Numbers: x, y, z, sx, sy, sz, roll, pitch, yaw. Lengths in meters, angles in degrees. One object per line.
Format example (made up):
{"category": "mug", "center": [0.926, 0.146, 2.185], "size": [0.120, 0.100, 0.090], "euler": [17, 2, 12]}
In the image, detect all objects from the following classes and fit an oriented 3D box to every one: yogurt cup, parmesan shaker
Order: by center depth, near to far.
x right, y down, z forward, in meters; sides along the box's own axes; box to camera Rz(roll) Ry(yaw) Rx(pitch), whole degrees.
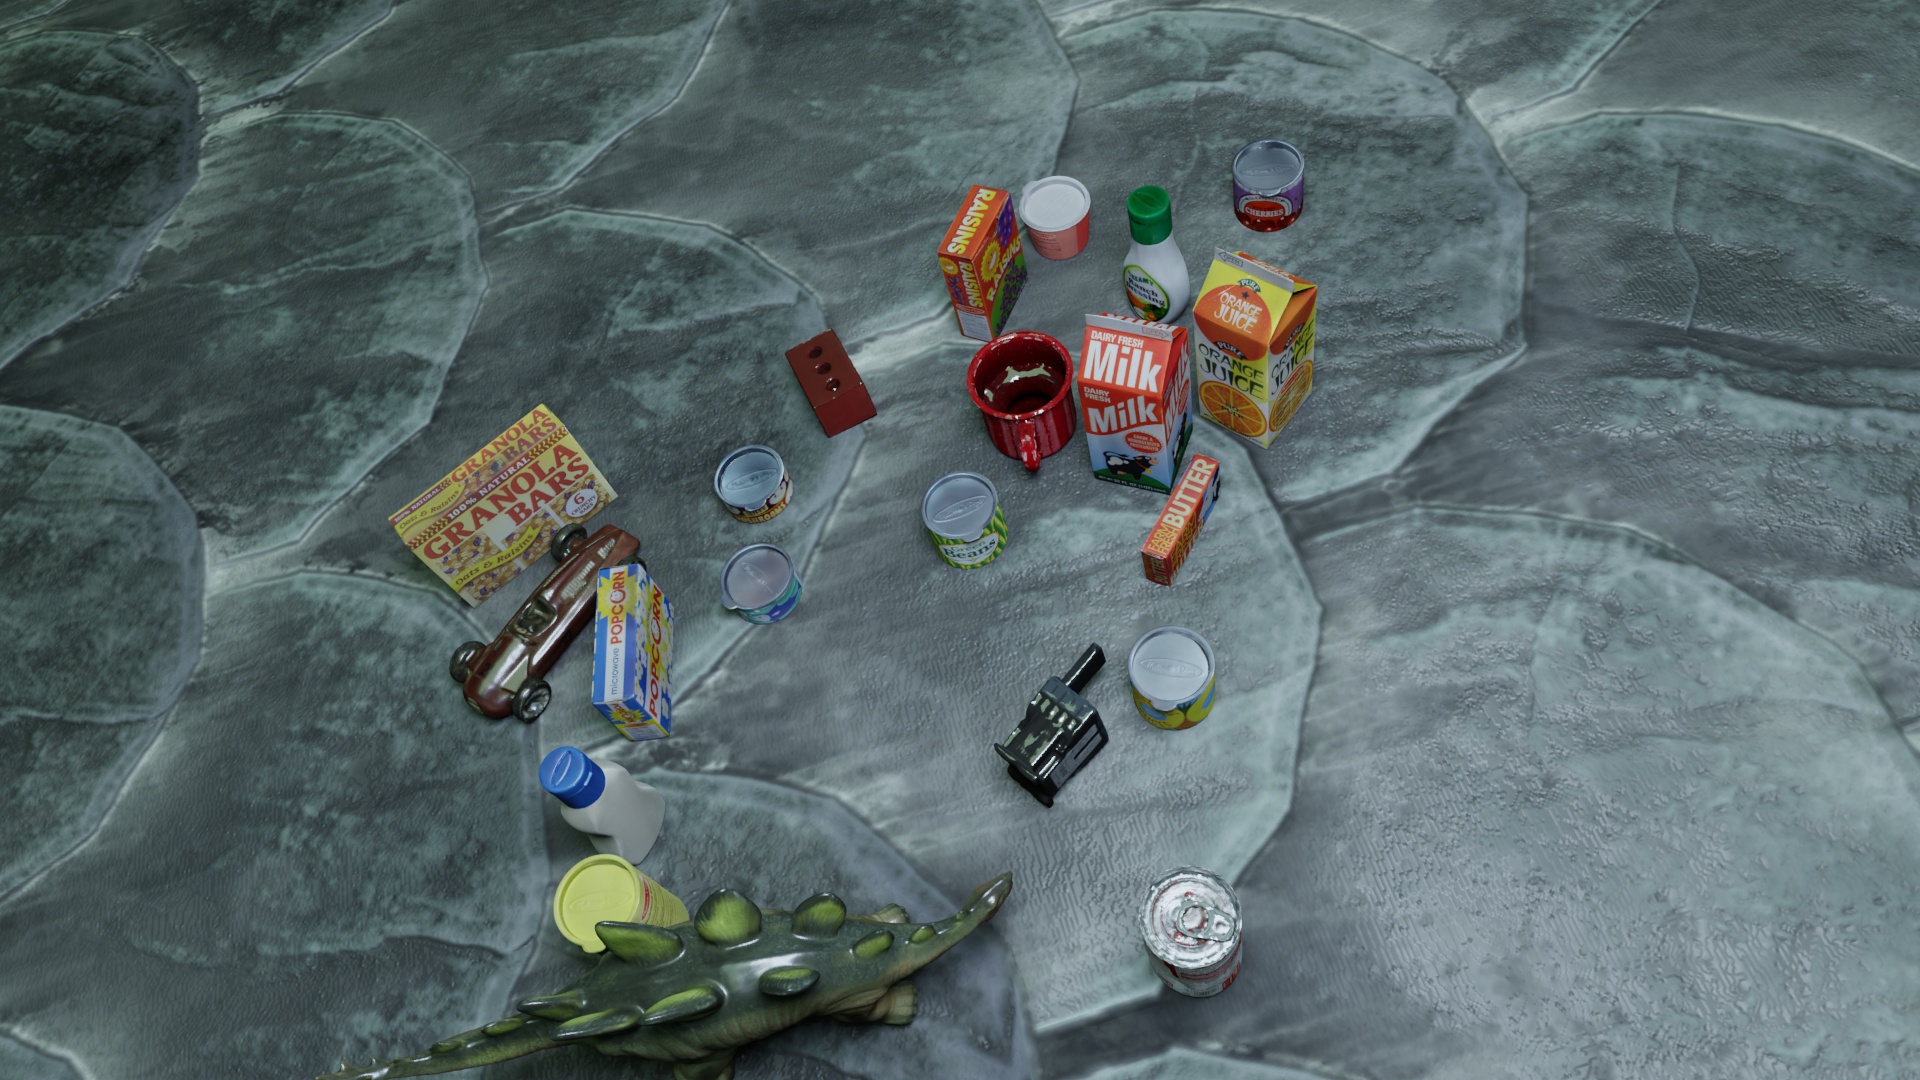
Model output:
{"category": "parmesan shaker", "center": [-0.252, 0.285, 1.042], "size": [0.071, 0.102, 0.071], "euler": [-5, 60, 9]}
{"category": "yogurt cup", "center": [0.094, -0.308, 1.340], "size": [0.072, 0.053, 0.073], "euler": [-5, 60, 9]}

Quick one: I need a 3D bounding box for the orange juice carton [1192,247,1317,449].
{"category": "orange juice carton", "center": [0.243, -0.166, 1.144], "size": [0.072, 0.192, 0.073], "euler": [32, 72, 26]}

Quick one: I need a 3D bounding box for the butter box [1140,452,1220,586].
{"category": "butter box", "center": [0.184, -0.017, 1.152], "size": [0.024, 0.053, 0.104], "euler": [23, 67, 23]}

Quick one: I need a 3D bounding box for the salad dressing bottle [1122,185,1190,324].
{"category": "salad dressing bottle", "center": [0.172, -0.253, 1.236], "size": [0.064, 0.147, 0.044], "euler": [36, 74, 27]}

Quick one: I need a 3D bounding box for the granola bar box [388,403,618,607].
{"category": "granola bar box", "center": [-0.406, -0.030, 1.245], "size": [0.166, 0.123, 0.039], "euler": [-40, 60, -12]}

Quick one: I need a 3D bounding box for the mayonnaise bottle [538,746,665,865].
{"category": "mayonnaise bottle", "center": [-0.276, 0.200, 1.069], "size": [0.041, 0.147, 0.065], "euler": [11, 64, 18]}

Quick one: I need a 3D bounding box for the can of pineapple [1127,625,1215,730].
{"category": "can of pineapple", "center": [0.164, 0.109, 1.081], "size": [0.071, 0.057, 0.071], "euler": [-5, 60, 9]}

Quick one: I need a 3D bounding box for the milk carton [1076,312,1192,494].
{"category": "milk carton", "center": [0.145, -0.121, 1.141], "size": [0.072, 0.189, 0.074], "euler": [14, 65, 19]}

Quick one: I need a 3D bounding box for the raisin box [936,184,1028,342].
{"category": "raisin box", "center": [0.023, -0.254, 1.283], "size": [0.040, 0.123, 0.086], "euler": [17, 66, 21]}

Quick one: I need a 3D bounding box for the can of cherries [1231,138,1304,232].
{"category": "can of cherries", "center": [0.289, -0.332, 1.309], "size": [0.071, 0.058, 0.072], "euler": [-5, 60, 9]}

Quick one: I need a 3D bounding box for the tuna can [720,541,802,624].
{"category": "tuna can", "center": [-0.174, 0.039, 1.208], "size": [0.071, 0.032, 0.071], "euler": [-5, 60, 9]}

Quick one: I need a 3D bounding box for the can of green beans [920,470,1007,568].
{"category": "can of green beans", "center": [0.004, -0.017, 1.188], "size": [0.071, 0.057, 0.071], "euler": [-5, 60, 9]}

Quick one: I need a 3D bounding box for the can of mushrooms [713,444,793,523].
{"category": "can of mushrooms", "center": [-0.187, -0.049, 1.262], "size": [0.071, 0.033, 0.071], "euler": [-5, 60, 9]}

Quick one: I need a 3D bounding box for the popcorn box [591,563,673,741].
{"category": "popcorn box", "center": [-0.274, 0.094, 1.167], "size": [0.038, 0.085, 0.127], "euler": [-10, 59, 7]}
